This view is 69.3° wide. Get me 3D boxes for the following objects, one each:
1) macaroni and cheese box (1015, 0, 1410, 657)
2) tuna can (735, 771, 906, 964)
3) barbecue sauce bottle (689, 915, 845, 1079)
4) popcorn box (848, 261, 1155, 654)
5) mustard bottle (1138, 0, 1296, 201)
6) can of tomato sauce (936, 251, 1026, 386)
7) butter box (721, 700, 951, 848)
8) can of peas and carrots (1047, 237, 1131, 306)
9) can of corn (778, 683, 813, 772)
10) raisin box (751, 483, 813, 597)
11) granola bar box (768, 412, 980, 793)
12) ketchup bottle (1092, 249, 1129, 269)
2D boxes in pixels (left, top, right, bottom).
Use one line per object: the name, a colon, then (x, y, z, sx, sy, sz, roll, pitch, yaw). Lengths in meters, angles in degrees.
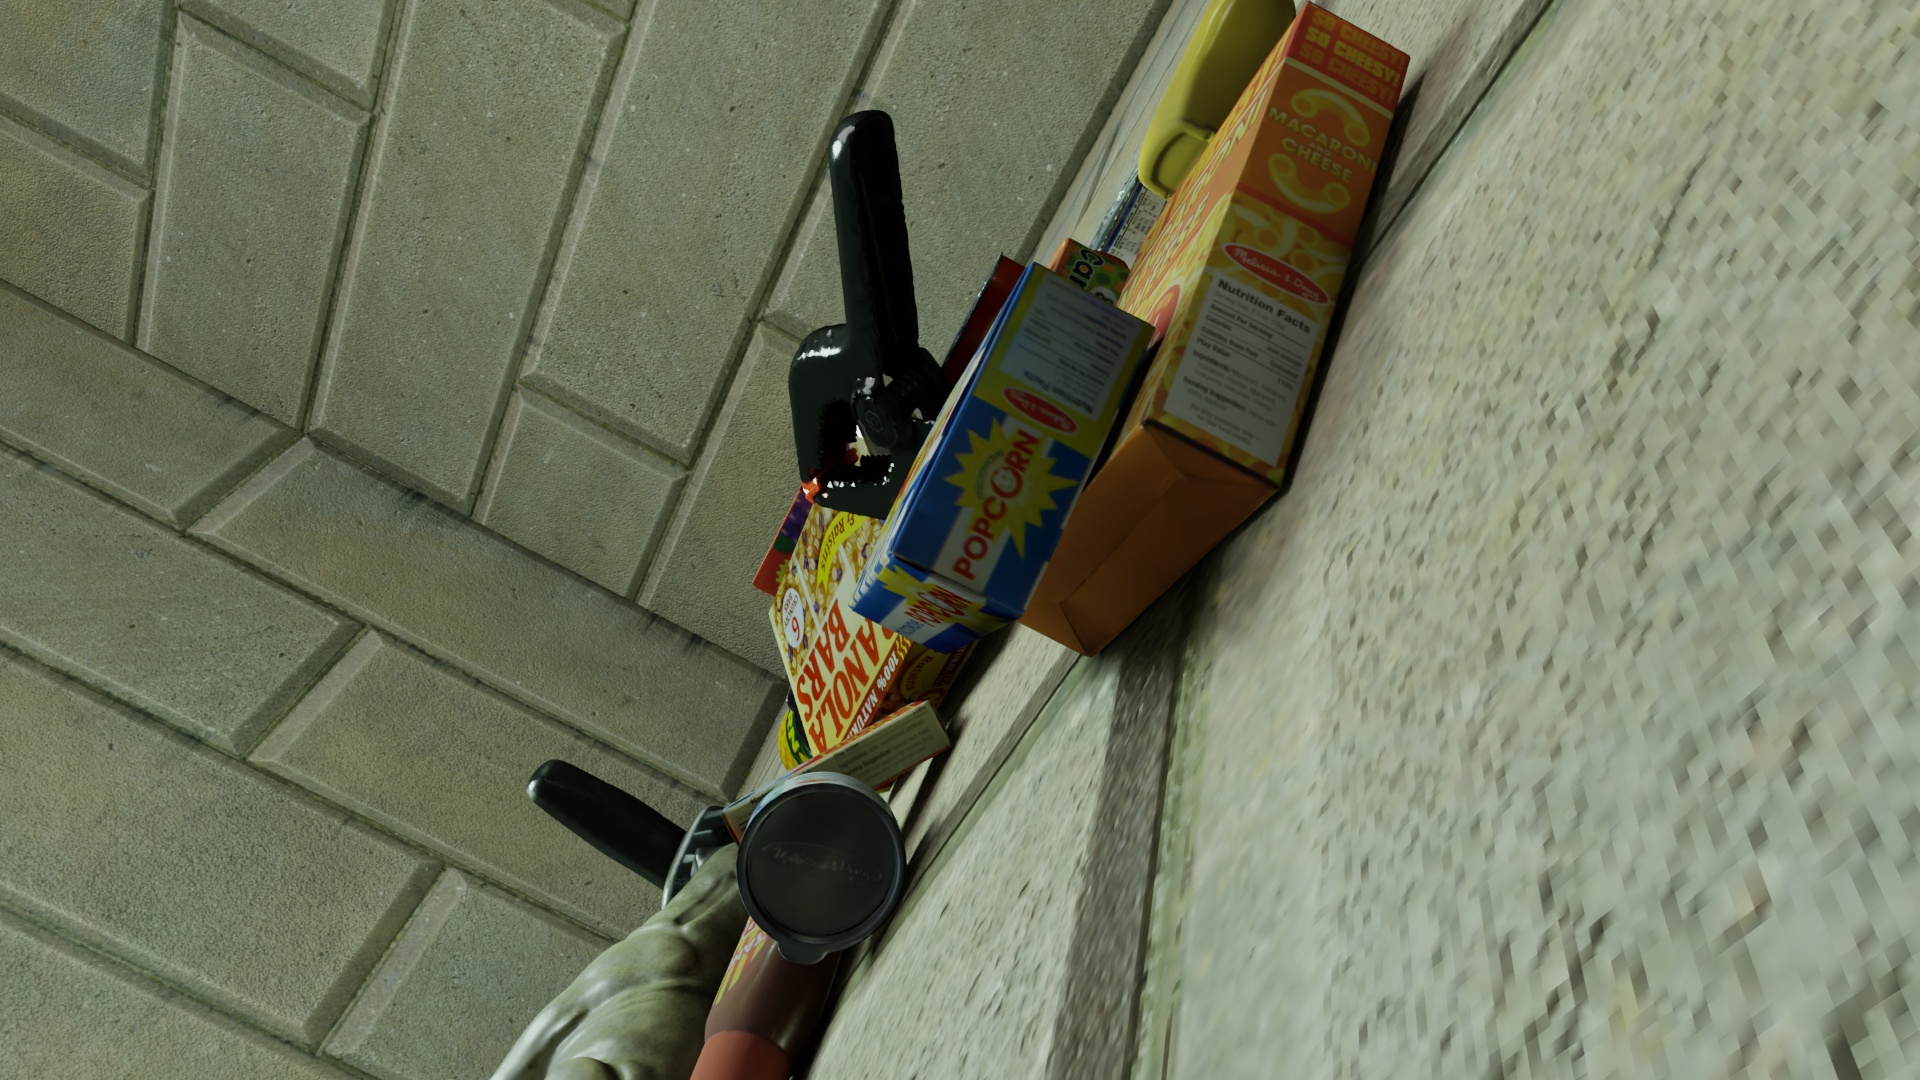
macaroni and cheese box: (0.072, -0.061, 0.420, 0.167, 0.040, 0.123, -66, 6, -30)
tuna can: (-0.056, 0.129, 0.554, 0.071, 0.071, 0.033, -62, 4, -2)
barbecue sauce bottle: (-0.077, 0.188, 0.583, 0.064, 0.043, 0.149, -50, 11, 32)
popcorn box: (0.006, -0.016, 0.400, 0.085, 0.038, 0.126, -64, 4, -12)
mustard bottle: (0.134, -0.232, 0.677, 0.161, 0.049, 0.065, -64, 5, -31)
can of tomato sauce: (0.038, -0.075, 0.598, 0.071, 0.083, 0.071, -62, 5, 9)
butter box: (-0.055, 0.105, 0.622, 0.104, 0.024, 0.053, -28, -3, -12)
can of peas and carrots: (0.061, -0.102, 0.657, 0.071, 0.059, 0.071, -62, 5, 9)
can of corn: (-0.070, 0.108, 0.795, 0.071, 0.071, 0.058, -65, 5, -30)
raisin box: (-0.064, 0.018, 0.924, 0.085, 0.123, 0.040, -60, 5, 30)
granola bar box: (-0.045, 0.036, 0.703, 0.164, 0.039, 0.125, -62, 41, 44)
ketchup bottle: (0.049, -0.079, 0.717, 0.064, 0.043, 0.149, 84, -154, -55)
